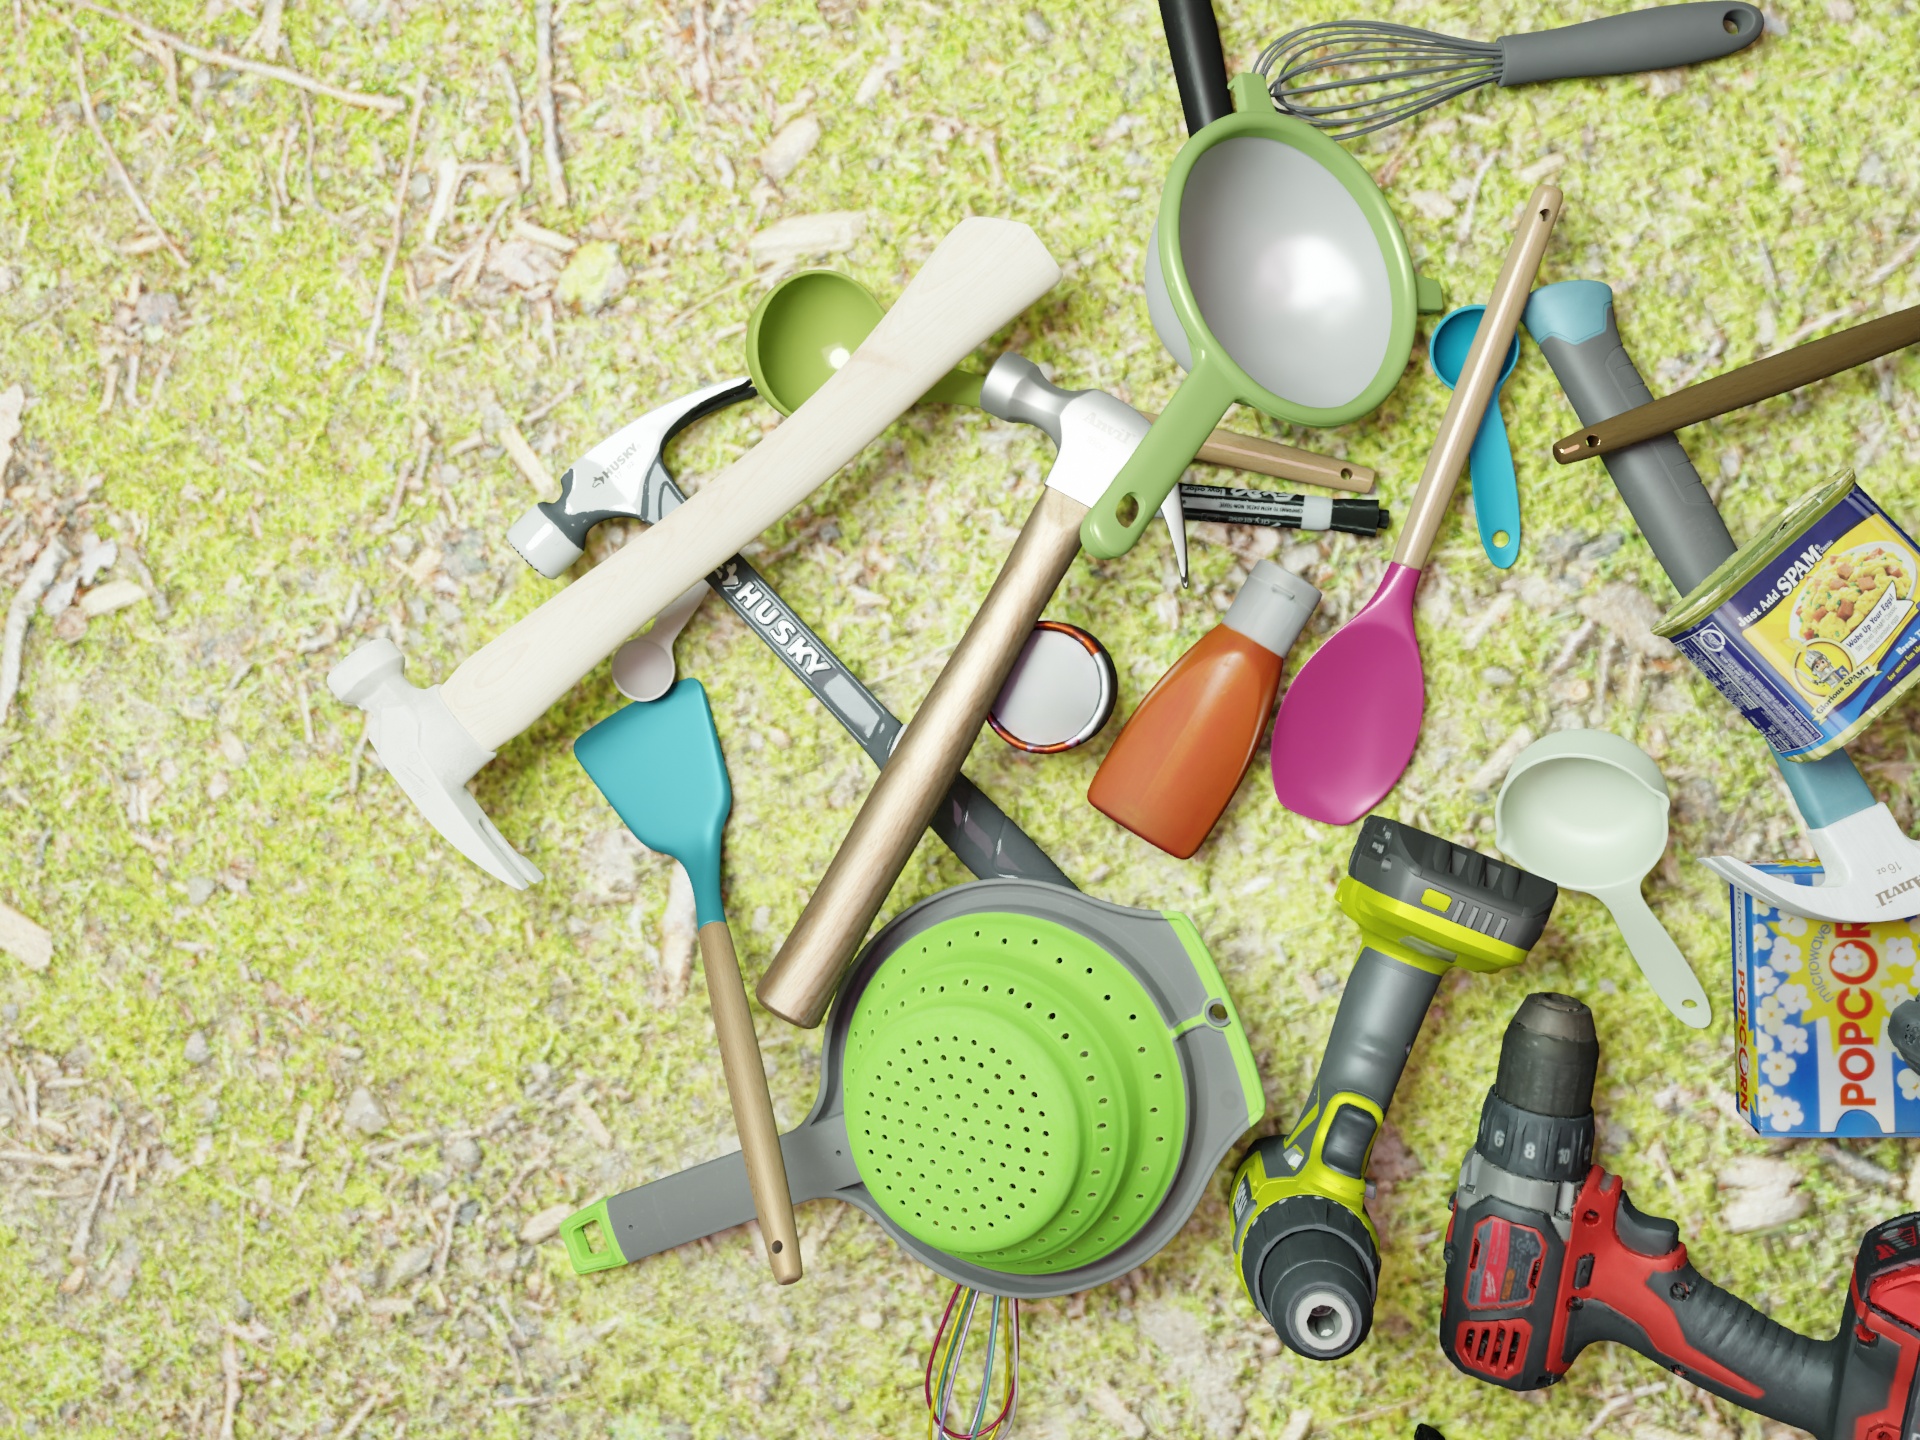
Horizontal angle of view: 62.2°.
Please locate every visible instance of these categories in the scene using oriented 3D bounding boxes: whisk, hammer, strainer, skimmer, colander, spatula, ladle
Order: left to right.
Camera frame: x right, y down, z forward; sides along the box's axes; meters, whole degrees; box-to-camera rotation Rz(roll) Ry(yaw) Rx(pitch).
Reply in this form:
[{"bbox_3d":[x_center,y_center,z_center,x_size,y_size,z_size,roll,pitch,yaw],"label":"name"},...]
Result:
[{"bbox_3d":[-0.125,0.122,0.786,0.082,0.044,0.318,-27,54,9],"label":"spatula"},{"bbox_3d":[-0.115,-0.088,0.775,0.410,0.038,0.146,-38,92,9],"label":"hammer"},{"bbox_3d":[-0.056,0.213,0.771,0.397,0.094,0.204,-25,83,20],"label":"colander"},{"bbox_3d":[-0.042,-0.001,0.817,0.149,0.036,0.409,-44,87,-1],"label":"hammer"},{"bbox_3d":[-0.001,-0.002,0.754,0.130,0.031,0.331,30,92,13],"label":"hammer"},{"bbox_3d":[0.021,0.267,0.823,0.047,0.051,0.245,11,90,-12],"label":"whisk"},{"bbox_3d":[0.048,-0.157,0.792,0.320,0.062,0.078,14,94,6],"label":"ladle"},{"bbox_3d":[0.072,-0.428,0.761,0.127,0.090,0.363,-11,93,42],"label":"skimmer"},{"bbox_3d":[0.112,-0.164,0.734,0.151,0.069,0.256,42,65,-17],"label":"strainer"},{"bbox_3d":[0.258,-0.317,0.759,0.239,0.055,0.055,-6,91,5],"label":"whisk"},{"bbox_3d":[0.352,-0.060,0.736,0.128,0.033,0.331,-25,80,2],"label":"hammer"},{"bbox_3d":[0.419,-0.176,0.720,0.315,0.031,0.069,-20,91,2],"label":"ladle"}]

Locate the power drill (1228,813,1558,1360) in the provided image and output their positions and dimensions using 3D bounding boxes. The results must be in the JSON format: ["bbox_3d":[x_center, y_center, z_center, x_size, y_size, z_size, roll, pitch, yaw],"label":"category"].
[{"bbox_3d":[0.184,0.163,0.716,0.080,0.190,0.228,21,91,8],"label":"power drill"}]

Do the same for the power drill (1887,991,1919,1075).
[{"bbox_3d":[0.516,0.202,0.697,0.143,0.078,0.219,-34,97,-4],"label":"power drill"}]

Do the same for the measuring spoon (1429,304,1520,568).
[{"bbox_3d":[0.257,-0.138,0.781,0.042,0.021,0.128,-10,100,10],"label":"measuring spoon"}]

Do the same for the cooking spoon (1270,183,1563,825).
[{"bbox_3d":[0.225,-0.099,0.769,0.069,0.017,0.319,19,102,2],"label":"cooking spoon"}]

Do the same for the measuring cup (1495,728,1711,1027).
[{"bbox_3d":[0.321,0.075,0.765,0.083,0.038,0.167,-24,108,38],"label":"measuring cup"}]

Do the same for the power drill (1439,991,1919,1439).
[{"bbox_3d":[0.340,0.236,0.723,0.227,0.080,0.188,11,99,27],"label":"power drill"}]

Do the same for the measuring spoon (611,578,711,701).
[{"bbox_3d":[-0.145,-0.066,0.850,0.034,0.018,0.124,30,90,3],"label":"measuring spoon"}]
